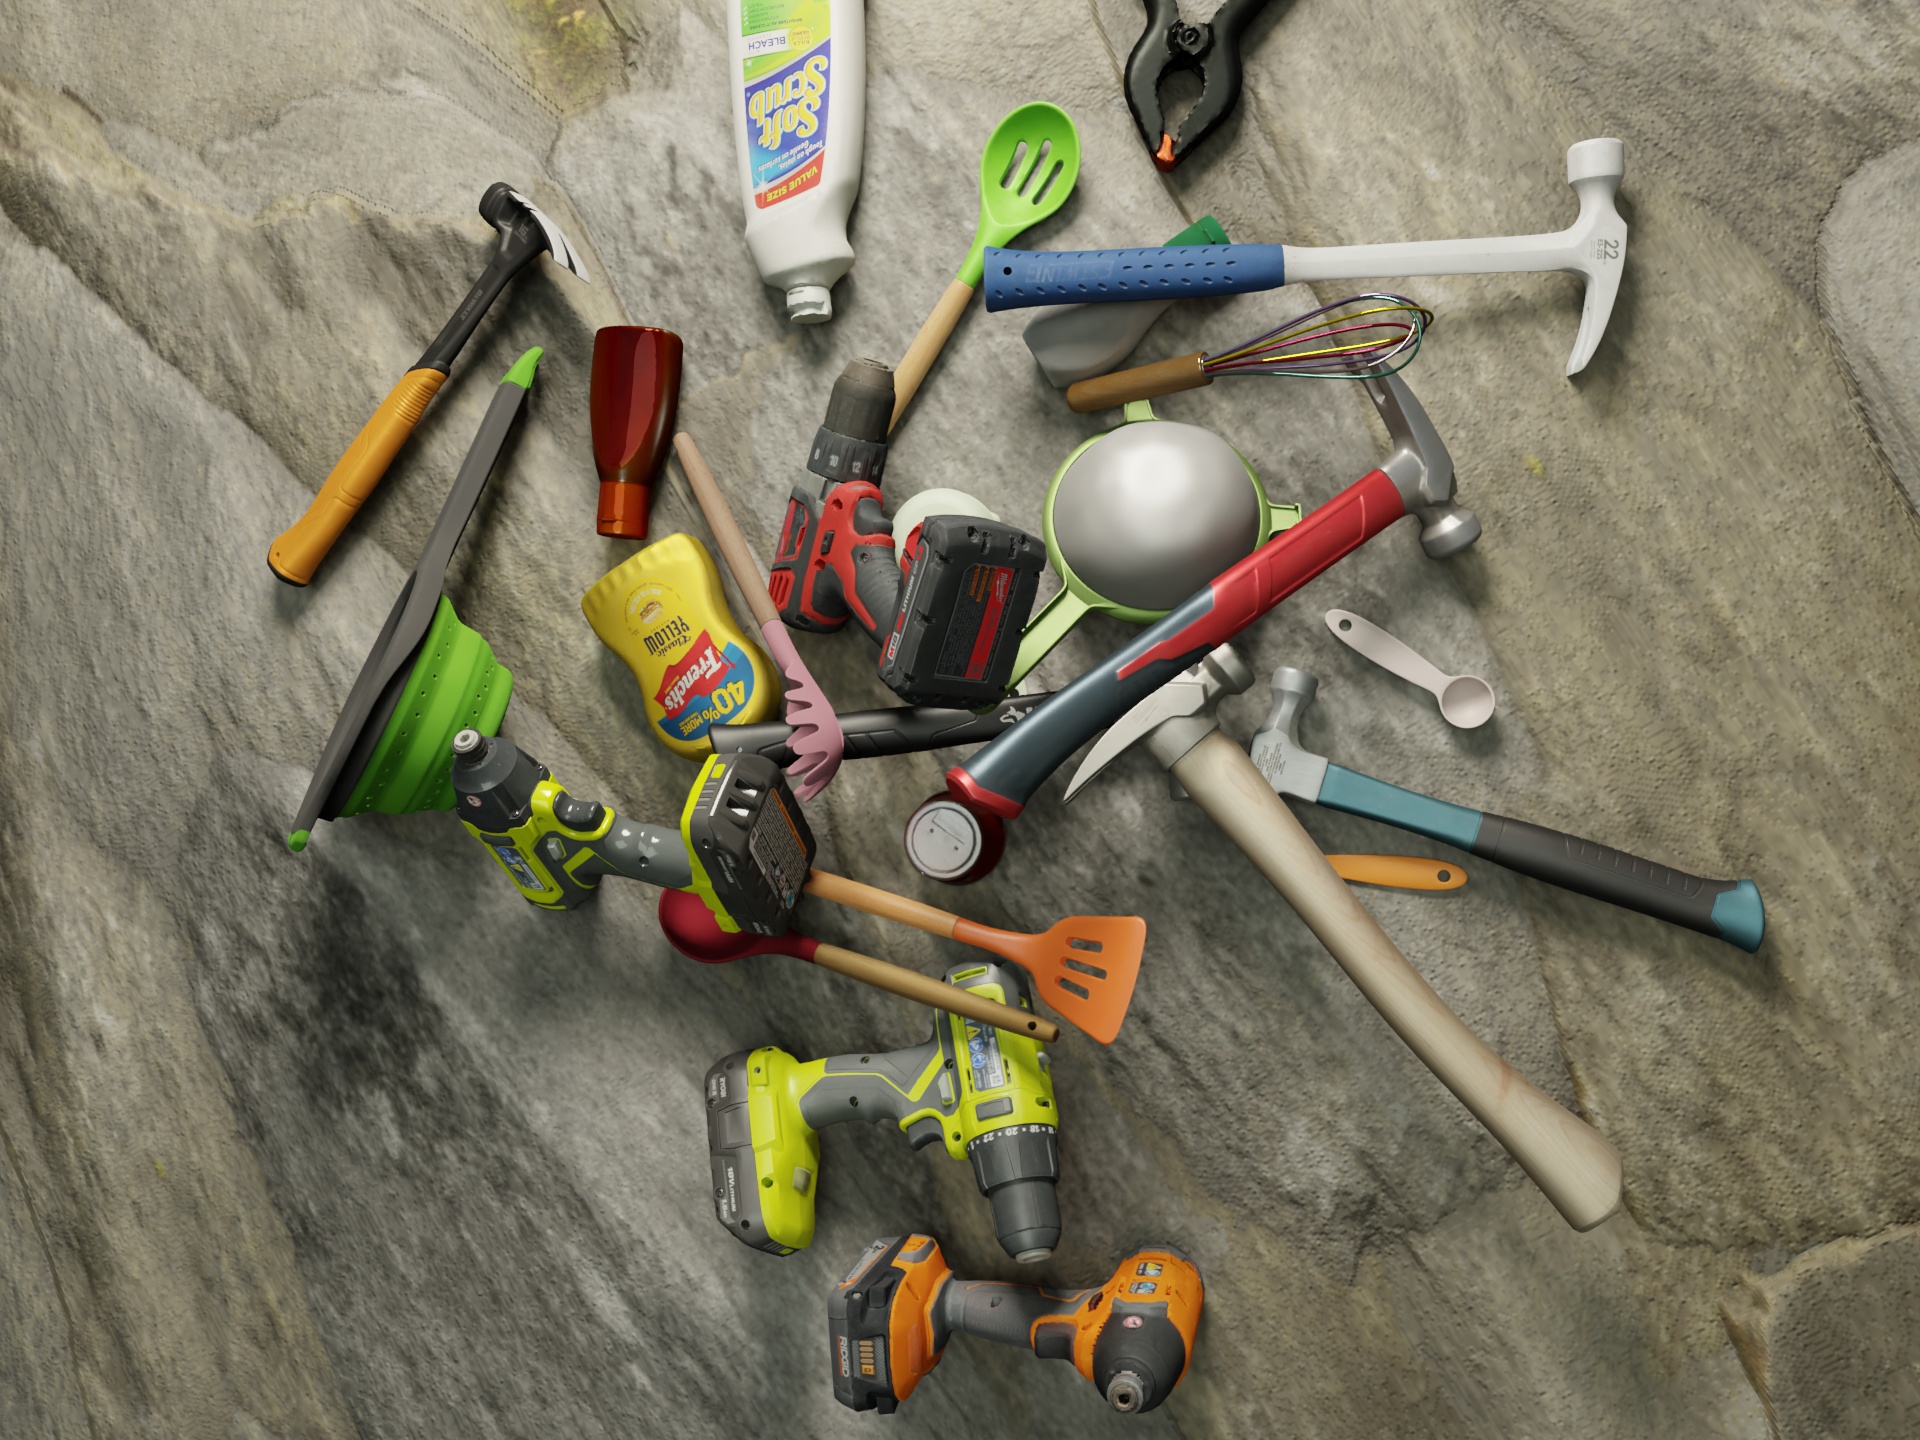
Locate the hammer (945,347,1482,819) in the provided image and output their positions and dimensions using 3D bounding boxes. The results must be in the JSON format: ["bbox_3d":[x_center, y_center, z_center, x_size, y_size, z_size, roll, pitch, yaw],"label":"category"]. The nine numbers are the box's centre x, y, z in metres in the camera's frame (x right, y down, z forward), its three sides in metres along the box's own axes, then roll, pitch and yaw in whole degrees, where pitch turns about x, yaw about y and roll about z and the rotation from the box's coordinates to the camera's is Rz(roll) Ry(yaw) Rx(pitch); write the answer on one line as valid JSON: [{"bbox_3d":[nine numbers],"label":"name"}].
[{"bbox_3d":[0.144,-0.075,0.969,0.386,0.038,0.143,-34,100,-15],"label":"hammer"}]

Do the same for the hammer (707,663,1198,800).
[{"bbox_3d":[-0.002,-0.003,1.064,0.335,0.035,0.146,-6,86,1],"label":"hammer"}]

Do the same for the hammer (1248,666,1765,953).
[{"bbox_3d":[0.342,0.074,1.014,0.331,0.033,0.128,18,85,11],"label":"hammer"}]

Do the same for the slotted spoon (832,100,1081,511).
[{"bbox_3d":[-0.013,-0.282,1.106,0.070,0.031,0.314,33,97,11],"label":"slotted spoon"}]

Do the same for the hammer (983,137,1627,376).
[{"bbox_3d":[0.218,-0.287,1.021,0.405,0.035,0.144,-2,93,4],"label":"hammer"}]

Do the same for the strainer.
[{"bbox_3d":[0.091,-0.105,1.018,0.151,0.069,0.256,41,77,16],"label":"strainer"}]

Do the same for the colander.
[{"bbox_3d":[-0.351,-0.077,1.137,0.094,0.204,0.397,26,76,-22],"label":"colander"}]

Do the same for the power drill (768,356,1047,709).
[{"bbox_3d":[-0.042,-0.122,1.021,0.227,0.080,0.188,37,115,50],"label":"power drill"}]

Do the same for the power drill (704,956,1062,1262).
[{"bbox_3d":[-0.045,0.275,1.047,0.228,0.080,0.191,-18,60,12],"label":"power drill"}]

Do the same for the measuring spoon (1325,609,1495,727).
[{"bbox_3d":[0.293,-0.036,1.043,0.124,0.018,0.034,36,96,17],"label":"measuring spoon"}]

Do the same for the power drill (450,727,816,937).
[{"bbox_3d":[-0.223,0.071,1.059,0.223,0.171,0.080,5,53,19],"label":"power drill"}]

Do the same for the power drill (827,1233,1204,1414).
[{"bbox_3d":[0.035,0.389,1.009,0.226,0.164,0.084,-3,93,14],"label":"power drill"}]

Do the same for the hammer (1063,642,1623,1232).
[{"bbox_3d":[0.241,0.146,0.982,0.146,0.038,0.411,-40,78,2],"label":"hammer"}]

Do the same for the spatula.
[{"bbox_3d":[-0.026,0.130,1.054,0.323,0.041,0.081,14,84,27],"label":"spatula"}]

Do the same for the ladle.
[{"bbox_3d":[-0.073,0.162,1.065,0.315,0.031,0.069,14,77,29],"label":"ladle"}]

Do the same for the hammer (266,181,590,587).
[{"bbox_3d":[-0.401,-0.232,1.168,0.337,0.034,0.127,-51,54,10],"label":"hammer"}]

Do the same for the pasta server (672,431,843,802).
[{"bbox_3d":[-0.144,-0.081,1.070,0.040,0.060,0.317,-18,59,-17],"label":"pasta server"}]

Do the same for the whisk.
[{"bbox_3d":[0.178,-0.225,1.006,0.245,0.047,0.051,-6,109,34],"label":"whisk"}]

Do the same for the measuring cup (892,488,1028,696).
[{"bbox_3d":[0.006,-0.082,1.090,0.083,0.038,0.167,-26,84,10],"label":"measuring cup"}]

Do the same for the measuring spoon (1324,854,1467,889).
[{"bbox_3d":[0.272,0.098,1.042,0.117,0.011,0.021,5,90,13],"label":"measuring spoon"}]
